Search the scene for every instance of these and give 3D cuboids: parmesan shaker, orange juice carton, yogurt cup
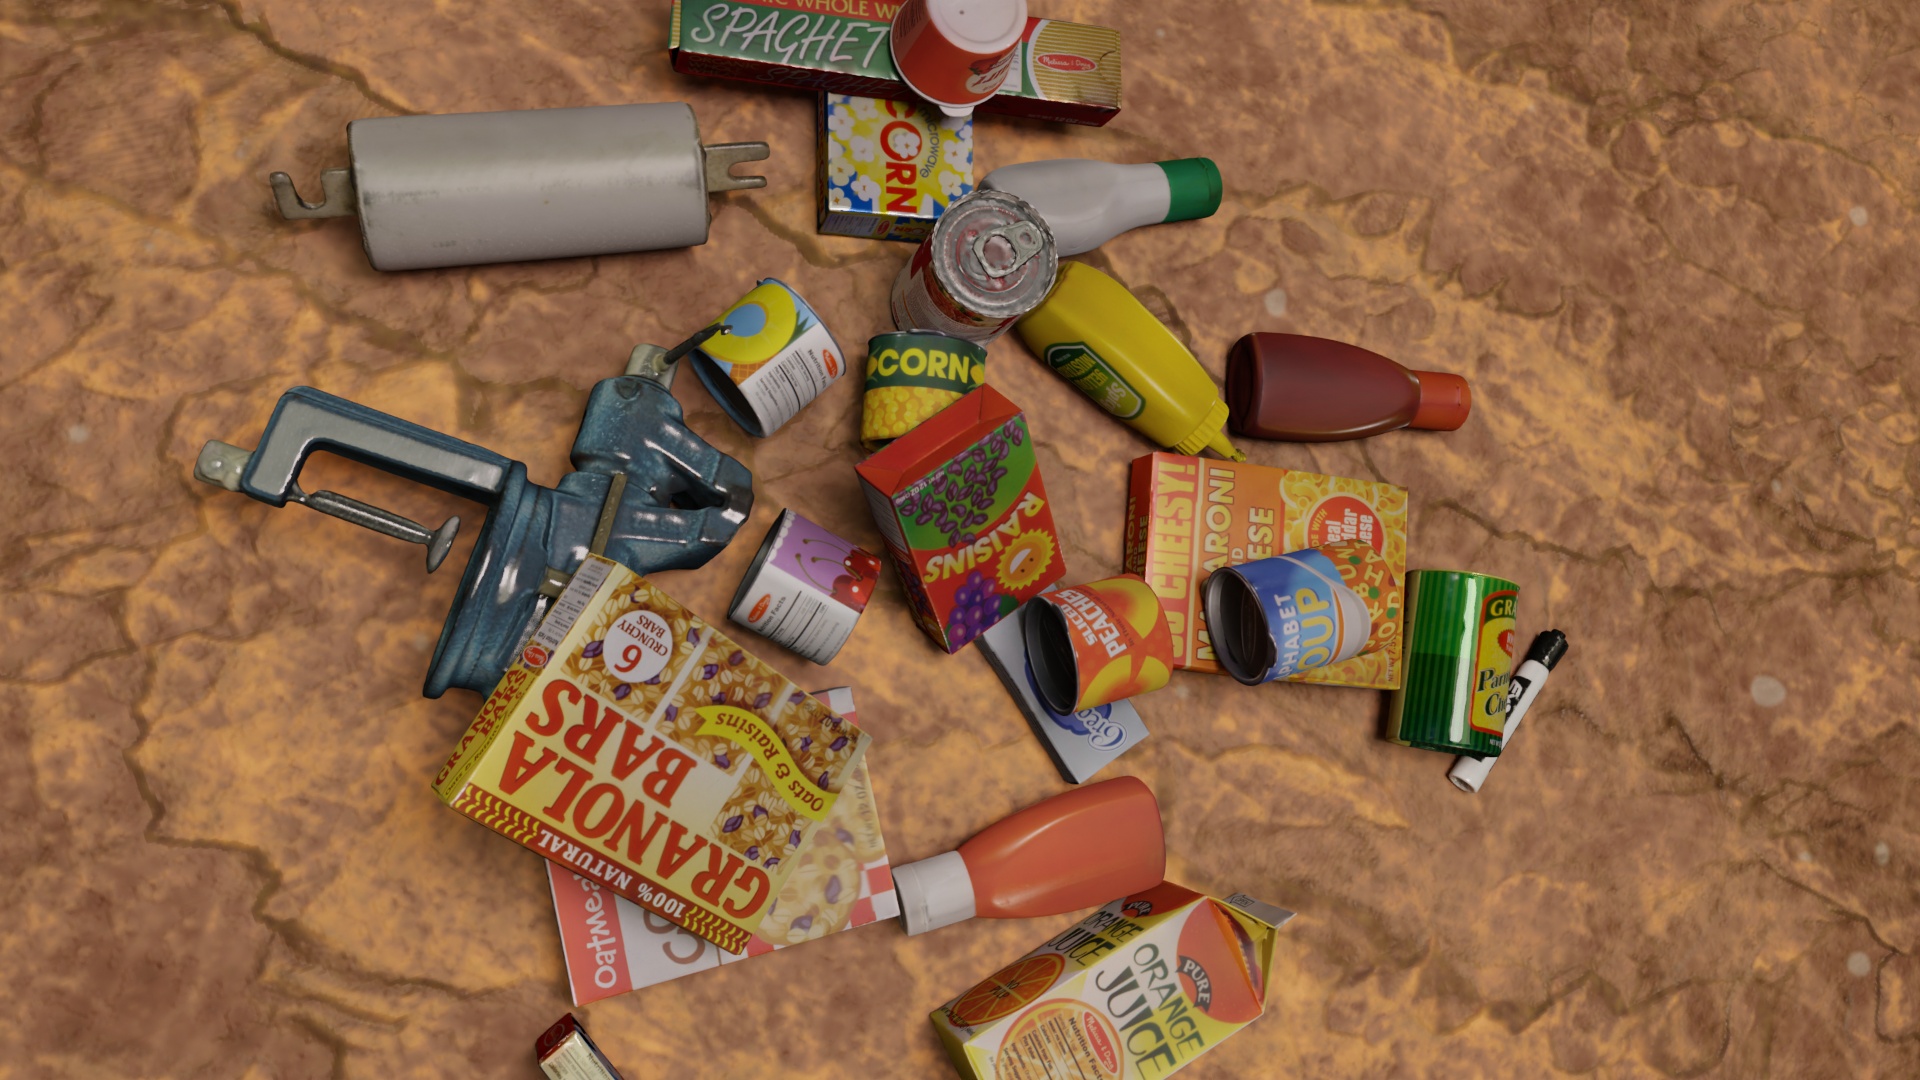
[{"bbox_3d":[0.296,0.074,0.833,0.071,0.071,0.103,12,81,-14],"label":"parmesan shaker"},{"bbox_3d":[0.089,0.244,0.748,0.193,0.071,0.073,-27,91,-17],"label":"orange juice carton"},{"bbox_3d":[0.001,-0.268,0.726,0.072,0.054,0.072,2,82,-16],"label":"yogurt cup"}]

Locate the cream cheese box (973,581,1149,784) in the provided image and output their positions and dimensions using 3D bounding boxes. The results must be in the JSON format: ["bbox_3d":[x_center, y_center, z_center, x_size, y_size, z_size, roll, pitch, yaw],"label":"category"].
[{"bbox_3d":[0.056,0.081,0.784,0.053,0.024,0.104,-34,92,-16],"label":"cream cheese box"}]

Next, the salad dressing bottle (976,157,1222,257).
[{"bbox_3d":[0.083,-0.199,0.816,0.148,0.043,0.064,-13,52,-21],"label":"salad dressing bottle"}]

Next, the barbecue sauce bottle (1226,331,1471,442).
[{"bbox_3d":[0.238,-0.090,0.848,0.149,0.043,0.065,3,82,-16],"label":"barbecue sauce bottle"}]

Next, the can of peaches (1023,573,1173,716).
[{"bbox_3d":[0.074,0.054,0.742,0.058,0.071,0.071,-12,87,-19],"label":"can of peaches"}]

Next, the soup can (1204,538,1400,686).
[{"bbox_3d":[0.188,0.040,0.760,0.084,0.071,0.071,-12,87,-17],"label":"soup can"}]

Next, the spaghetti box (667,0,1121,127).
[{"bbox_3d":[-0.033,-0.269,0.761,0.250,0.028,0.050,2,82,-15],"label":"spaghetti box"}]

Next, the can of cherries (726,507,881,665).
[{"bbox_3d":[-0.081,0.023,0.733,0.058,0.071,0.071,28,77,-11],"label":"can of cherries"}]

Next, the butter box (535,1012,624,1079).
[{"bbox_3d":[-0.168,0.282,0.680,0.024,0.053,0.103,-38,95,-19],"label":"butter box"}]

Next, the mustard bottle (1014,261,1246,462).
[{"bbox_3d":[0.107,-0.093,0.802,0.160,0.065,0.049,38,71,-12],"label":"mustard bottle"}]

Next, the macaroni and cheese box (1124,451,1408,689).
[{"bbox_3d":[0.179,0.020,0.819,0.167,0.040,0.124,7,82,-15],"label":"macaroni and cheese box"}]

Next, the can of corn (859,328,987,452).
[{"bbox_3d":[-0.020,-0.078,0.759,0.071,0.071,0.058,7,82,-15],"label":"can of corn"}]

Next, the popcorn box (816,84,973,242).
[{"bbox_3d":[-0.038,-0.238,0.792,0.085,0.038,0.127,1,83,-17],"label":"popcorn box"}]

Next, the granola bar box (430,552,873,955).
[{"bbox_3d":[-0.137,0.101,0.644,0.165,0.039,0.124,40,73,-33],"label":"granola bar box"}]

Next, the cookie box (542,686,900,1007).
[{"bbox_3d":[-0.128,0.153,0.715,0.168,0.040,0.123,-11,87,-18],"label":"cookie box"}]

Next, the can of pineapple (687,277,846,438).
[{"bbox_3d":[-0.105,-0.098,0.742,0.058,0.071,0.071,-42,95,-16],"label":"can of pineapple"}]

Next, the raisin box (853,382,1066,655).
[{"bbox_3d":[0.003,-0.009,0.737,0.086,0.040,0.122,-35,135,-17],"label":"raisin box"}]

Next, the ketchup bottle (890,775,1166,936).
[{"bbox_3d":[0.037,0.176,0.755,0.149,0.043,0.064,-13,107,-16],"label":"ketchup bottle"}]
